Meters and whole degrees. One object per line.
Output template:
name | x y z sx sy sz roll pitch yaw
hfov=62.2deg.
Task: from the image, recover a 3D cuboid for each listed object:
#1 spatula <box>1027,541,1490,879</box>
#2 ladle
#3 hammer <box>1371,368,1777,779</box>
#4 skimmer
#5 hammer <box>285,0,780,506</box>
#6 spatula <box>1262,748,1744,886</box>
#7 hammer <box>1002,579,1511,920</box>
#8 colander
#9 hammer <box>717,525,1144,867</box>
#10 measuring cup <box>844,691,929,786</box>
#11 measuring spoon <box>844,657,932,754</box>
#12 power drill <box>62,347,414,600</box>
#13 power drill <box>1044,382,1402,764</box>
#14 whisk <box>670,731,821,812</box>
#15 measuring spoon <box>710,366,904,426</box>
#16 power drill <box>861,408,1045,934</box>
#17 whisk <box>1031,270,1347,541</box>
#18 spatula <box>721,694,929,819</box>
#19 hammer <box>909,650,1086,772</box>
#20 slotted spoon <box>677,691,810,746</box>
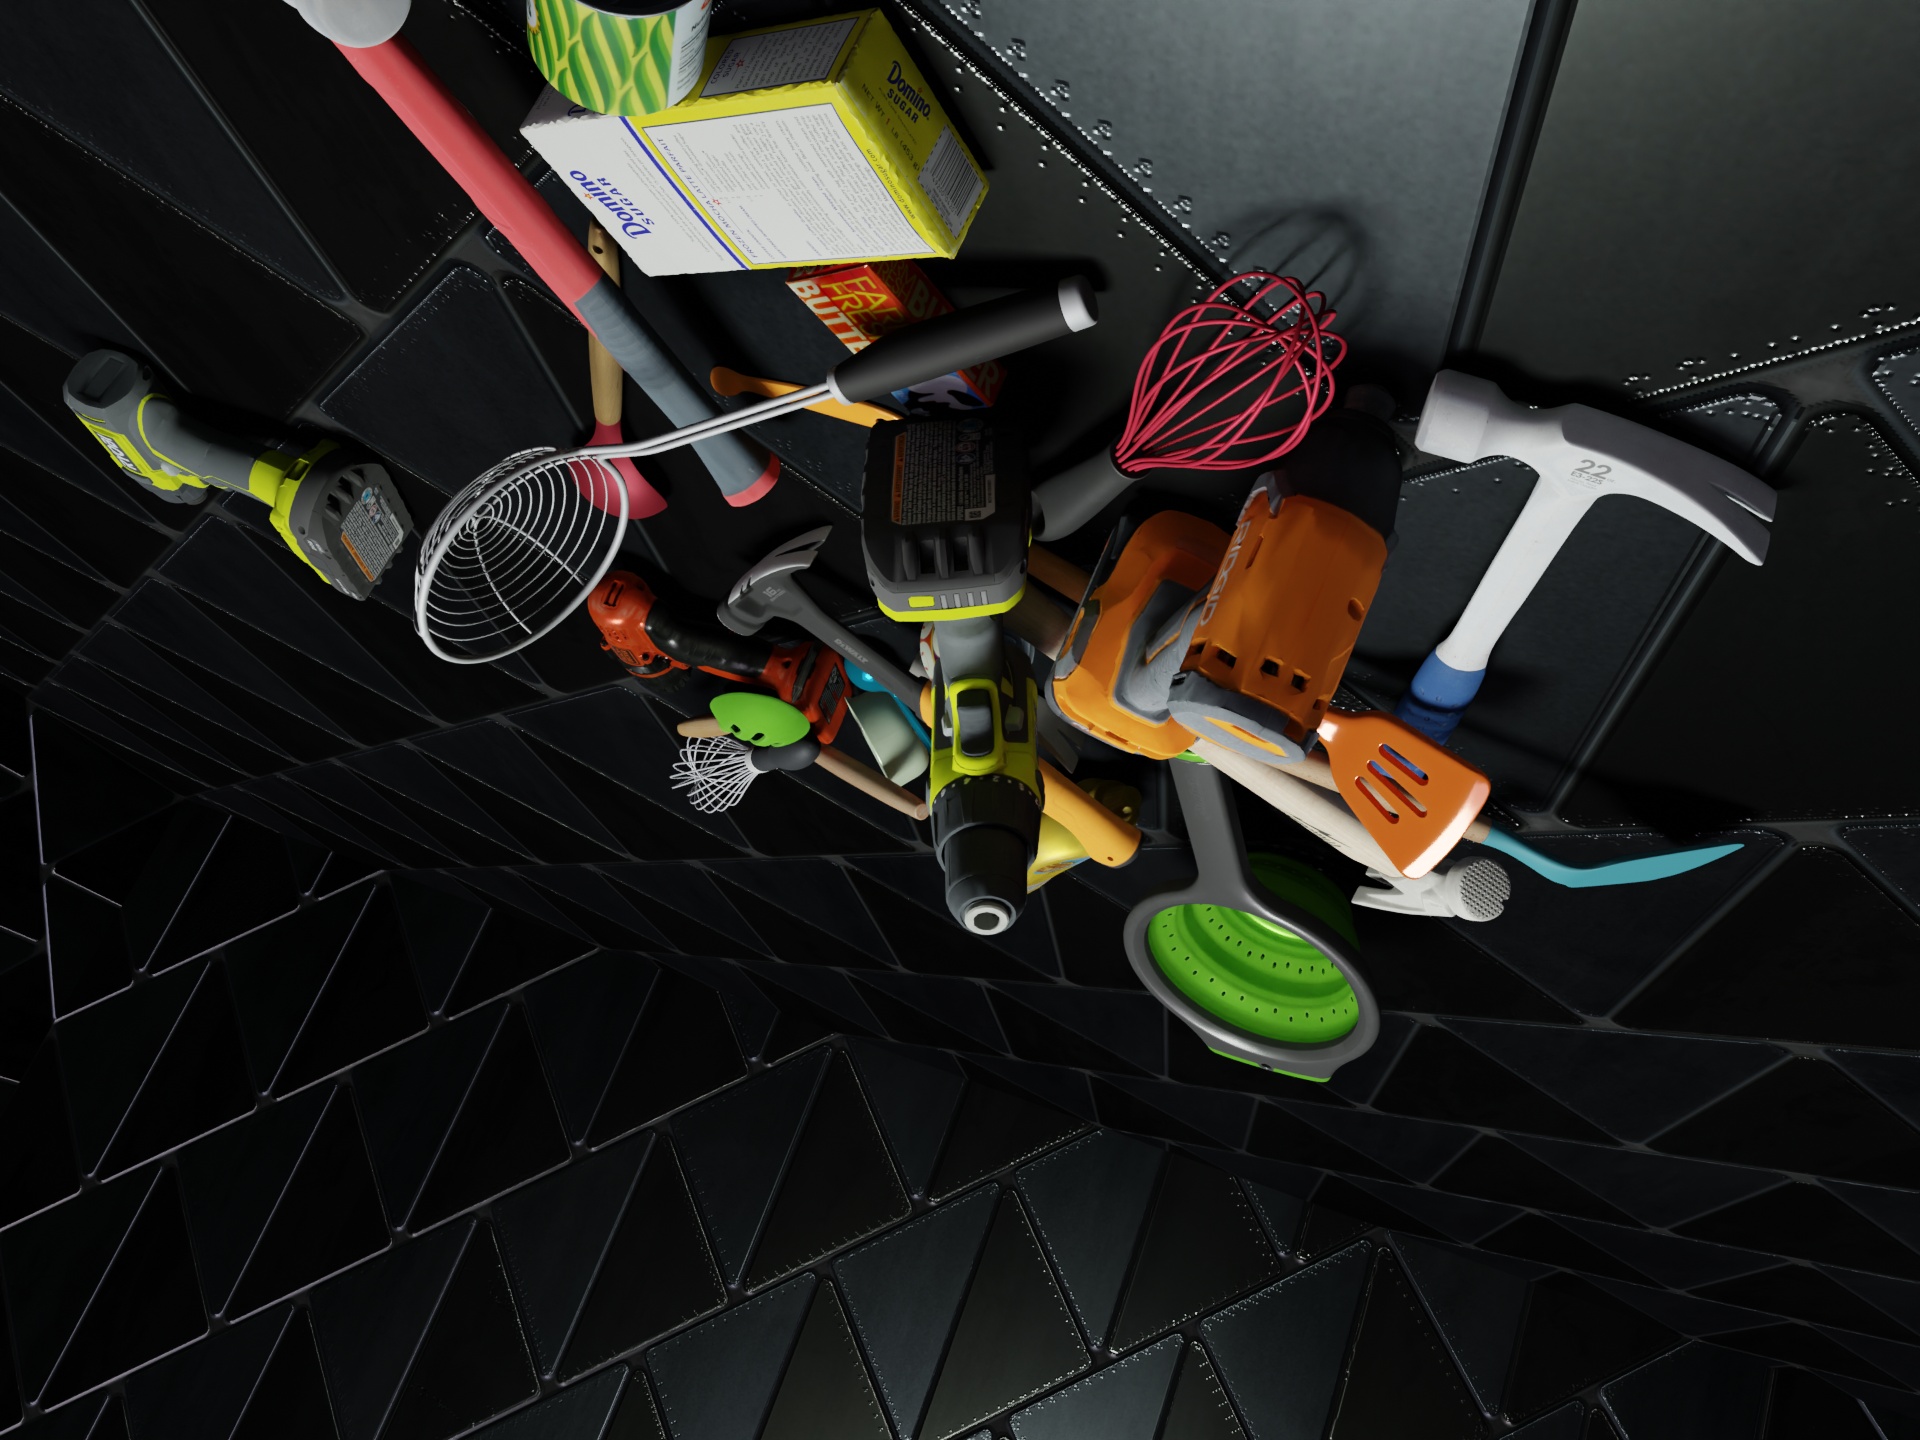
spatula | 0.134 -0.029 0.872 0.322 0.041 0.081 31 128 6
ladle | -0.198 -0.187 0.901 0.069 0.031 0.315 24 158 -2
hammer | 0.261 -0.034 0.801 0.144 0.035 0.405 19 160 10
skimmer | -0.101 -0.110 0.740 0.363 0.090 0.127 -13 175 24
hammer | -0.190 -0.216 0.724 0.143 0.038 0.385 39 175 31
spatula | 0.277 0.044 0.908 0.317 0.044 0.082 20 160 0
hammer | 0.138 0.004 0.973 0.410 0.038 0.146 33 168 -11
colander | 0.215 0.110 1.175 0.204 0.094 0.396 10 139 31
hammer | -0.002 -0.003 1.072 0.336 0.034 0.127 37 148 -18
measuring cup | -0.054 0.011 1.241 0.083 0.038 0.167 62 177 -1
measuring spoon | -0.046 -0.001 1.144 0.128 0.021 0.042 55 172 -12
power drill | -0.539 -0.180 1.202 0.223 0.080 0.171 24 160 6
power drill | 0.124 -0.061 0.735 0.084 0.164 0.226 26 172 -11
whisk | -0.171 0.032 1.271 0.070 0.070 0.284 29 161 -20
measuring spoon | -0.082 -0.168 0.846 0.117 0.011 0.021 17 160 14
power drill | 0.005 -0.023 0.810 0.080 0.191 0.228 -5 132 5
whisk | 0.085 -0.126 0.717 0.073 0.073 0.296 27 165 -13
spatula | -0.111 0.024 1.237 0.059 0.018 0.316 31 177 -36
hammer | 0.022 0.039 1.243 0.130 0.031 0.331 20 161 6
slotted spoon | -0.181 0.003 1.214 0.070 0.031 0.314 21 171 -19
